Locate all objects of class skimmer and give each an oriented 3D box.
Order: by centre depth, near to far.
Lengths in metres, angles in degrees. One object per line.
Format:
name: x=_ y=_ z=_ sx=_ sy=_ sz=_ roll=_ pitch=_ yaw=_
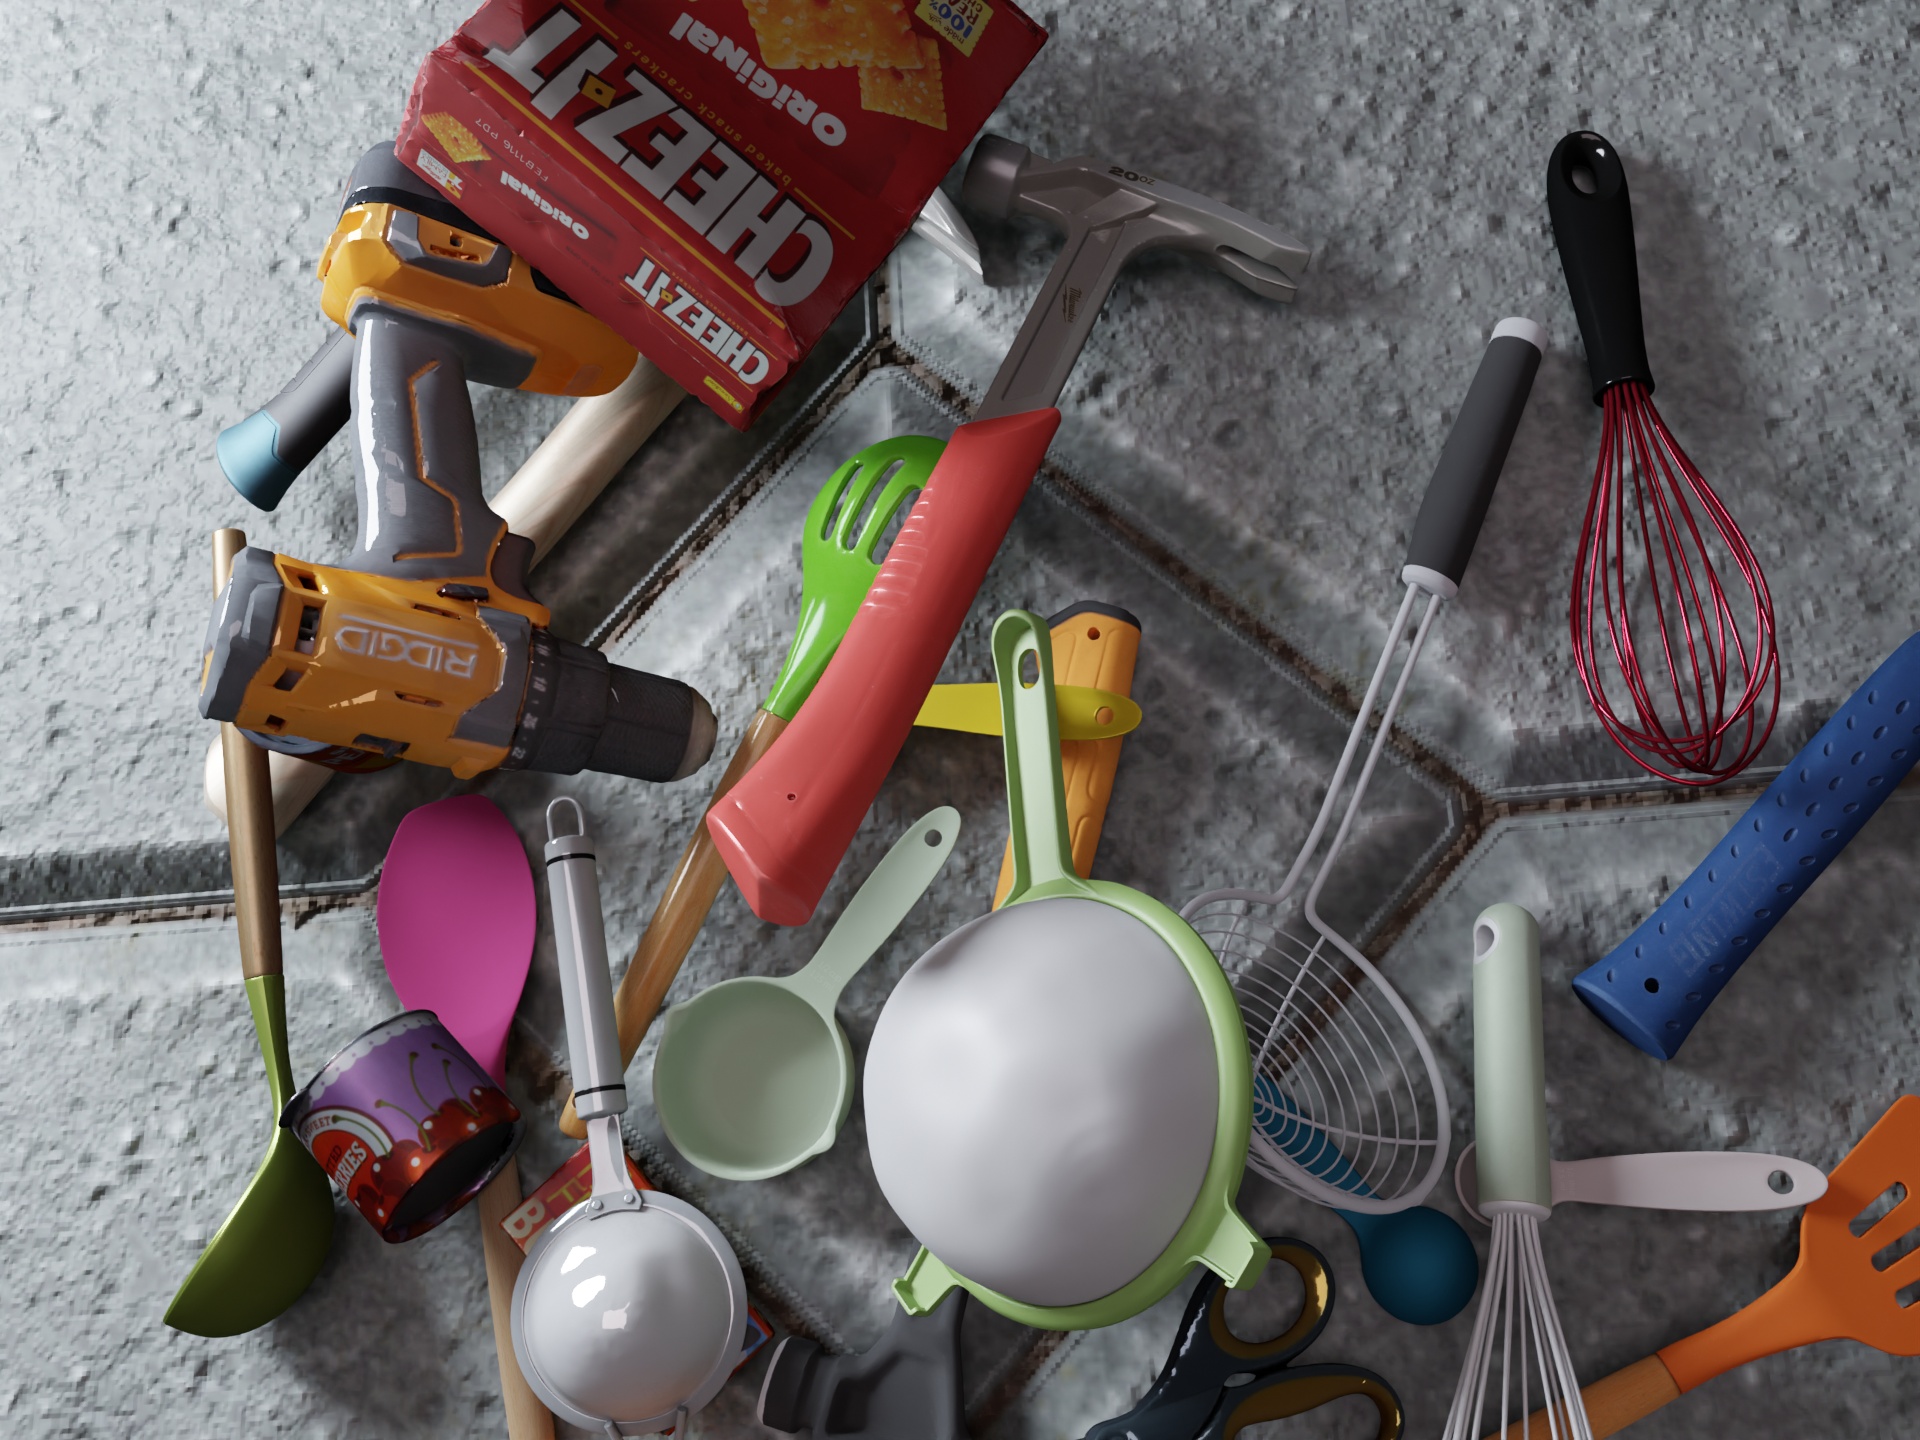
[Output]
skimmer: x=0.174 y=-0.002 z=0.596 sx=0.127 sy=0.090 sz=0.363 roll=28 pitch=77 yaw=-17

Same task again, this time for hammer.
hammer: x=0.013 y=-0.081 z=0.597 sx=0.149 sy=0.036 sz=0.359 roll=22 pitch=61 yaw=5
hammer: x=0.386 y=-0.030 z=0.601 sx=0.144 sy=0.035 sz=0.405 roll=42 pitch=85 yaw=16
hammer: x=0.026 y=0.115 z=0.614 sx=0.127 sy=0.034 sz=0.337 roll=12 pitch=77 yaw=12
hammer: x=-0.167 y=-0.103 z=0.698 sx=0.146 sy=0.038 sz=0.410 roll=40 pitch=84 yaw=14
hammer: x=-0.209 y=-0.227 z=0.709 sx=0.128 sy=0.033 sz=0.331 roll=40 pitch=87 yaw=28

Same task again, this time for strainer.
strainer: x=0.014 y=0.073 z=0.545 sx=0.151 sy=0.069 sz=0.257 roll=-21 pitch=63 yaw=37
strainer: x=-0.134 y=0.150 z=0.590 sx=0.087 sy=0.050 sz=0.259 roll=-12 pitch=72 yaw=-1

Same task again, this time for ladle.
ladle: x=-0.294 y=0.078 z=0.635 sx=0.062 sy=0.078 sz=0.320 roll=-6 pitch=80 yaw=-18

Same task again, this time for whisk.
whisk: x=0.192 y=0.178 z=0.549 sx=0.059 sy=0.057 sz=0.247 roll=15 pitch=61 yaw=-11
whisk: x=0.267 y=-0.113 z=0.632 sx=0.073 sy=0.073 sz=0.296 roll=-4 pitch=68 yaw=7

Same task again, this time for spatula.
spatula: x=0.226 y=0.241 z=0.561 sx=0.322 sy=0.041 sz=0.081 roll=-30 pitch=72 yaw=4

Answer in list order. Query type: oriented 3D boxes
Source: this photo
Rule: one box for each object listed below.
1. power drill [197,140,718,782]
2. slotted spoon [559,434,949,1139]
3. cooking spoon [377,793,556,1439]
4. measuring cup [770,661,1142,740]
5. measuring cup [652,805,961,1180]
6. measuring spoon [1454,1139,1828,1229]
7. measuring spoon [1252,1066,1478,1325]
power drill: x=-0.174 y=-0.087 z=0.616 sx=0.185 sy=0.084 sz=0.226 roll=14 pitch=69 yaw=-27
slotted spoon: x=-0.082 y=0.022 z=0.631 sx=0.070 sy=0.031 sz=0.314 roll=25 pitch=87 yaw=27
cooking spoon: x=-0.185 y=0.183 z=0.634 sx=0.069 sy=0.017 sz=0.319 roll=-14 pitch=74 yaw=3
measuring cup: x=-0.001 y=-0.002 z=0.637 sx=0.156 sy=0.029 sz=0.062 roll=3 pitch=76 yaw=21
measuring cup: x=-0.051 y=0.104 z=0.627 sx=0.083 sy=0.038 sz=0.167 roll=35 pitch=81 yaw=15
measuring spoon: x=0.242 y=0.167 z=0.572 sx=0.124 sy=0.018 sz=0.034 roll=-4 pitch=62 yaw=15
measuring spoon: x=0.138 y=0.170 z=0.590 sx=0.042 sy=0.021 sz=0.129 roll=-45 pitch=75 yaw=-5
